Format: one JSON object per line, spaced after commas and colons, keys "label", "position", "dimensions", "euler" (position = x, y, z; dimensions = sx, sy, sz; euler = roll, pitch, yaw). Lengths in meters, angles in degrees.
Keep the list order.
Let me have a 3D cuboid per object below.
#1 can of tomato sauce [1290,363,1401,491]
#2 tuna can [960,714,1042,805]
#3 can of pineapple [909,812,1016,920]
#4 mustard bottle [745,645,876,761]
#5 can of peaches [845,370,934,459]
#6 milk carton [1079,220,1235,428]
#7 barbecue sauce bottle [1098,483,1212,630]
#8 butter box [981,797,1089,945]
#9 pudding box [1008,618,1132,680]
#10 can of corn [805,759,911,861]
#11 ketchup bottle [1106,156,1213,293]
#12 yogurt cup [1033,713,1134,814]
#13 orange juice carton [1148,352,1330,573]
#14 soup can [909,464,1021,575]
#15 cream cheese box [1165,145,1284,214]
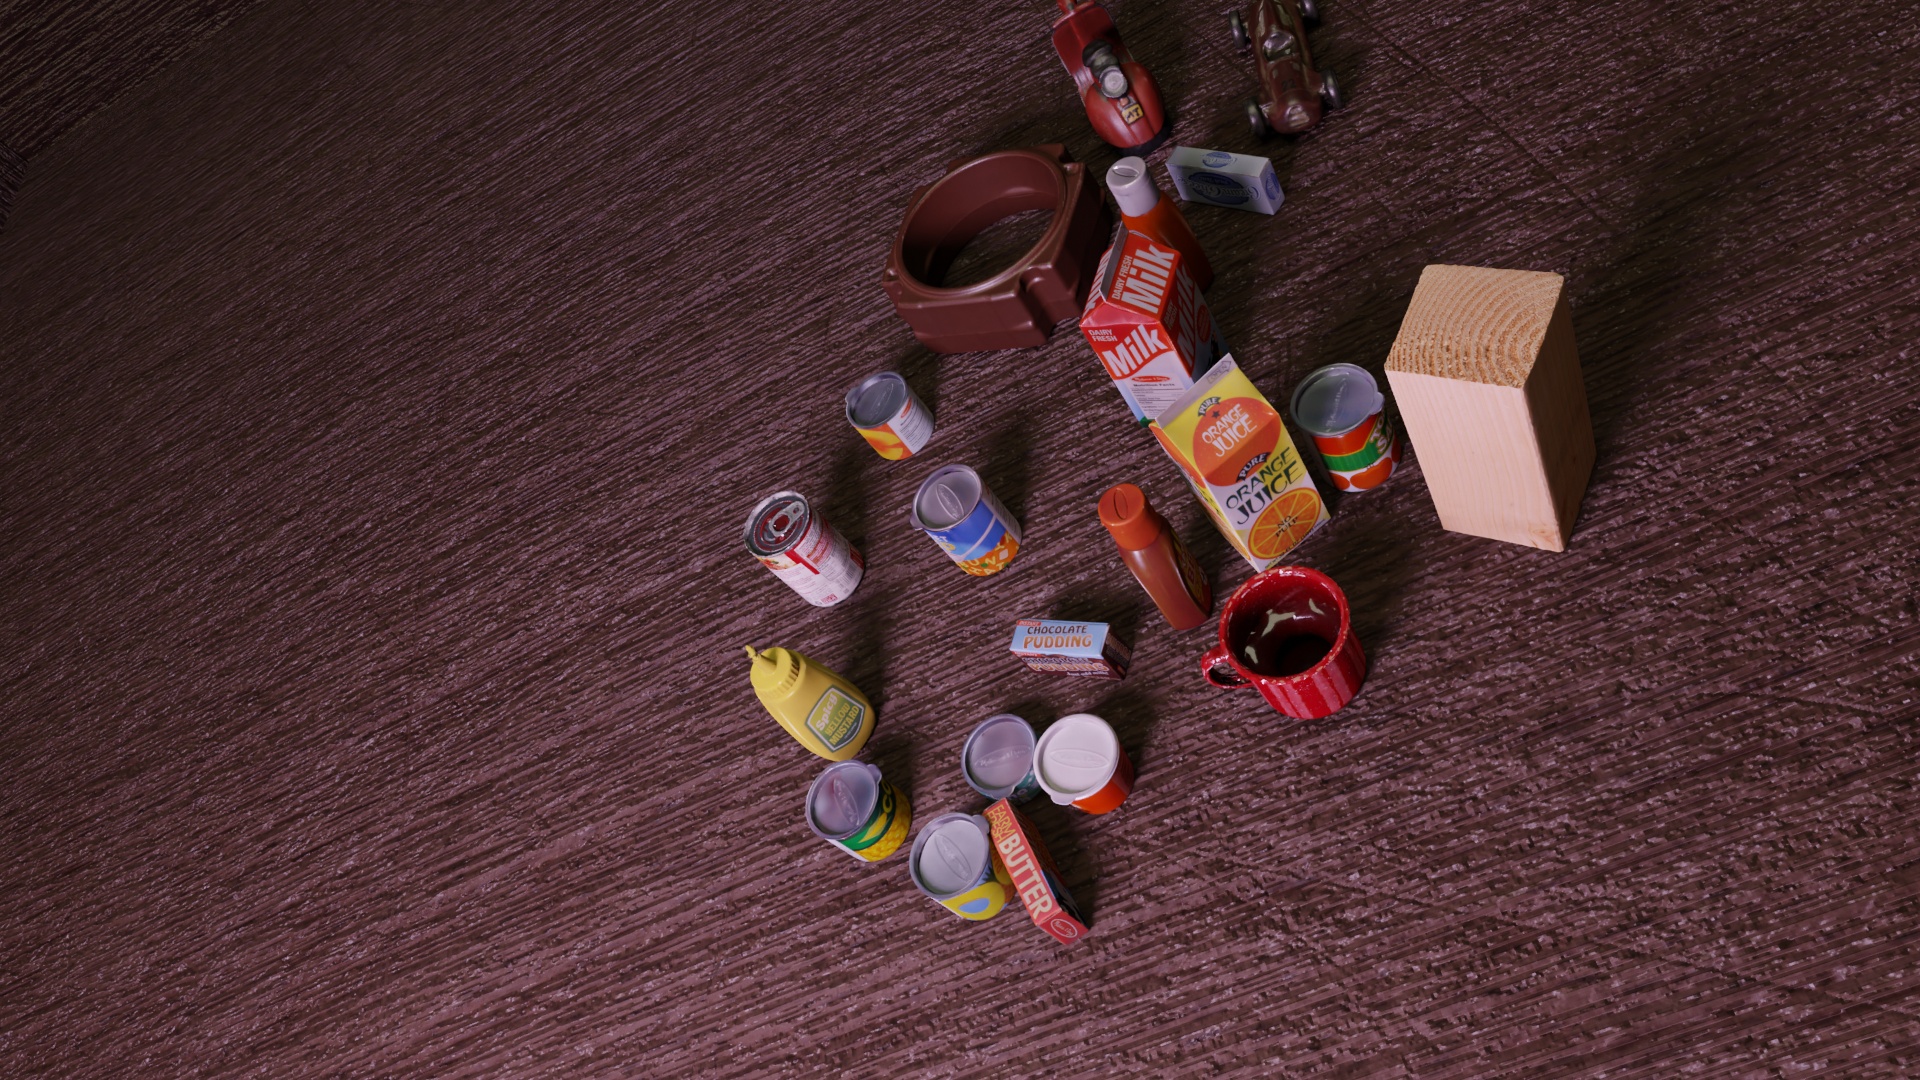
{"label": "can of tomato sauce", "position": [0.300, -0.086, 1.071], "dimensions": [0.071, 0.083, 0.071], "euler": [-15, 54, 22]}
{"label": "tuna can", "position": [0.037, 0.175, 1.088], "dimensions": [0.071, 0.032, 0.071], "euler": [-15, 54, 22]}
{"label": "can of pineapple", "position": [0.005, 0.245, 1.043], "dimensions": [0.071, 0.057, 0.071], "euler": [-15, 54, 22]}
{"label": "mustard bottle", "position": [-0.129, 0.126, 1.133], "dimensions": [0.049, 0.159, 0.065], "euler": [24, 75, 39]}
{"label": "can of peaches", "position": [-0.068, -0.119, 1.328], "dimensions": [0.071, 0.058, 0.071], "euler": [-15, 54, 22]}
{"label": "milk carton", "position": [0.158, -0.174, 1.142], "dimensions": [0.073, 0.190, 0.072], "euler": [2, 62, 32]}
{"label": "barbecue sauce bottle", "position": [0.148, 0.010, 1.054], "dimensions": [0.043, 0.148, 0.065], "euler": [-21, 52, 18]}
{"label": "butter box", "position": [0.054, 0.242, 1.019], "dimensions": [0.024, 0.053, 0.104], "euler": [-36, 49, 6]}
{"label": "pudding box", "position": [0.087, 0.086, 1.105], "dimensions": [0.083, 0.049, 0.030], "euler": [2, 61, 32]}
{"label": "can of corn", "position": [-0.079, 0.215, 1.112], "dimensions": [0.071, 0.058, 0.071], "euler": [-15, 54, 22]}
{"label": "ketchup bottle", "position": [0.173, -0.277, 1.229], "dimensions": [0.065, 0.148, 0.043], "euler": [24, 75, 39]}
{"label": "yogurt cup", "position": [0.096, 0.171, 1.041], "dimensions": [0.072, 0.053, 0.073], "euler": [-15, 54, 22]}
{"label": "orange juice carton", "position": [0.204, -0.061, 1.038], "dimensions": [0.072, 0.192, 0.073], "euler": [-40, 48, 2]}
{"label": "soup can", "position": [0.004, -0.015, 1.199], "dimensions": [0.071, 0.083, 0.072], "euler": [-15, 54, 22]}
{"label": "cream cheese box", "position": [0.246, -0.334, 1.288], "dimensions": [0.104, 0.053, 0.024], "euler": [22, 73, 39]}
